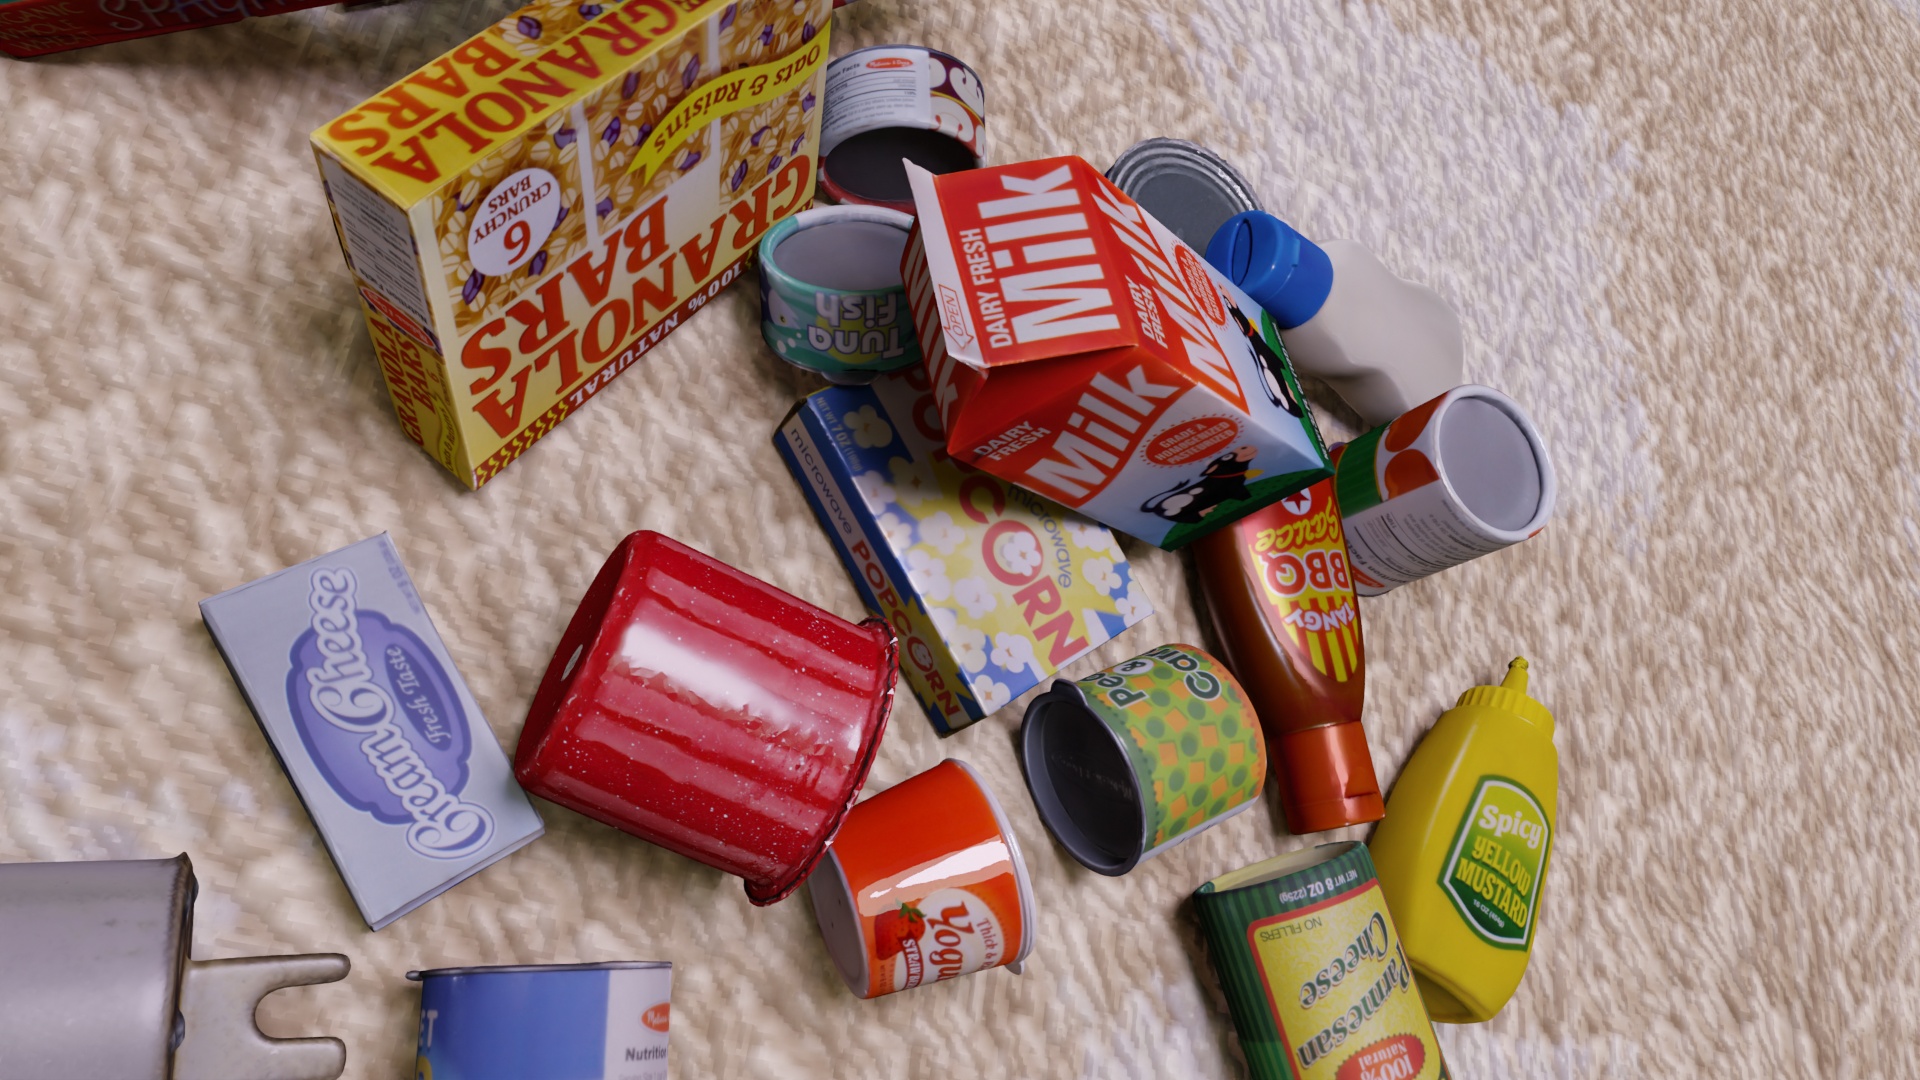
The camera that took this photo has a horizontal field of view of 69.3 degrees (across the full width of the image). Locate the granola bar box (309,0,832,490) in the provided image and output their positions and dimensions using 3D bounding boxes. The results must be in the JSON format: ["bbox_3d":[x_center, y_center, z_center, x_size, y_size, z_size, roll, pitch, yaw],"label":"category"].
[{"bbox_3d":[-0.108,-0.109,0.427,0.039,0.123,0.166,35,58,12],"label":"granola bar box"}]

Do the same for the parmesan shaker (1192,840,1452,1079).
[{"bbox_3d":[0.126,0.165,0.486,0.071,0.071,0.103,-13,79,-30],"label":"parmesan shaker"}]

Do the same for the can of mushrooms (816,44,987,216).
[{"bbox_3d":[-0.022,-0.151,0.522,0.071,0.070,0.033,6,70,-25],"label":"can of mushrooms"}]

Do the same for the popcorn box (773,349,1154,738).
[{"bbox_3d":[0.002,-0.006,0.498,0.085,0.038,0.126,-27,86,-33],"label":"popcorn box"}]

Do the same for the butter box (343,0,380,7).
[{"bbox_3d":[-0.209,-0.238,0.480,0.053,0.024,0.103,-27,87,-32],"label":"butter box"}]

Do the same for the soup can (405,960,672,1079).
[{"bbox_3d":[-0.114,0.156,0.369,0.071,0.071,0.084,7,70,-25],"label":"soup can"}]

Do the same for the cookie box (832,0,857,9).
[{"bbox_3d":[-0.054,-0.221,0.451,0.167,0.123,0.040,-16,79,8],"label":"cookie box"}]

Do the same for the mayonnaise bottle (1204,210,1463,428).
[{"bbox_3d":[0.158,-0.093,0.578,0.148,0.041,0.065,18,74,-42],"label":"mayonnaise bottle"}]

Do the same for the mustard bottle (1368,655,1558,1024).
[{"bbox_3d":[0.205,0.108,0.555,0.065,0.048,0.161,37,61,-13],"label":"mustard bottle"}]

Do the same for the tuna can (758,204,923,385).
[{"bbox_3d":[-0.037,-0.087,0.484,0.071,0.032,0.071,2,40,-2],"label":"tuna can"}]

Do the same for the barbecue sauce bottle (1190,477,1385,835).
[{"bbox_3d":[0.130,0.038,0.544,0.065,0.043,0.149,-3,74,-30],"label":"barbecue sauce bottle"}]

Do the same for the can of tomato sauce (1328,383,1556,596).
[{"bbox_3d":[0.190,-0.021,0.571,0.071,0.082,0.071,9,69,-24],"label":"can of tomato sauce"}]

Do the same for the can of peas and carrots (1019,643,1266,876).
[{"bbox_3d":[0.063,0.073,0.484,0.059,0.070,0.071,-18,82,-31],"label":"can of peas and carrots"}]

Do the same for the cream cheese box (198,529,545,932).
[{"bbox_3d":[-0.168,0.053,0.400,0.053,0.024,0.104,-28,86,-31],"label":"cream cheese box"}]

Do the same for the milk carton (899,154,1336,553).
[{"bbox_3d":[0.046,-0.060,0.460,0.190,0.073,0.072,21,48,-51],"label":"milk carton"}]

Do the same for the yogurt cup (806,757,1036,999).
[{"bbox_3d":[-0.015,0.108,0.436,0.054,0.072,0.072,-15,80,-22],"label":"yogurt cup"}]

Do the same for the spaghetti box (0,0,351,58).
[{"bbox_3d":[-0.174,-0.180,0.389,0.250,0.028,0.050,-4,81,12],"label":"spaghetti box"}]
